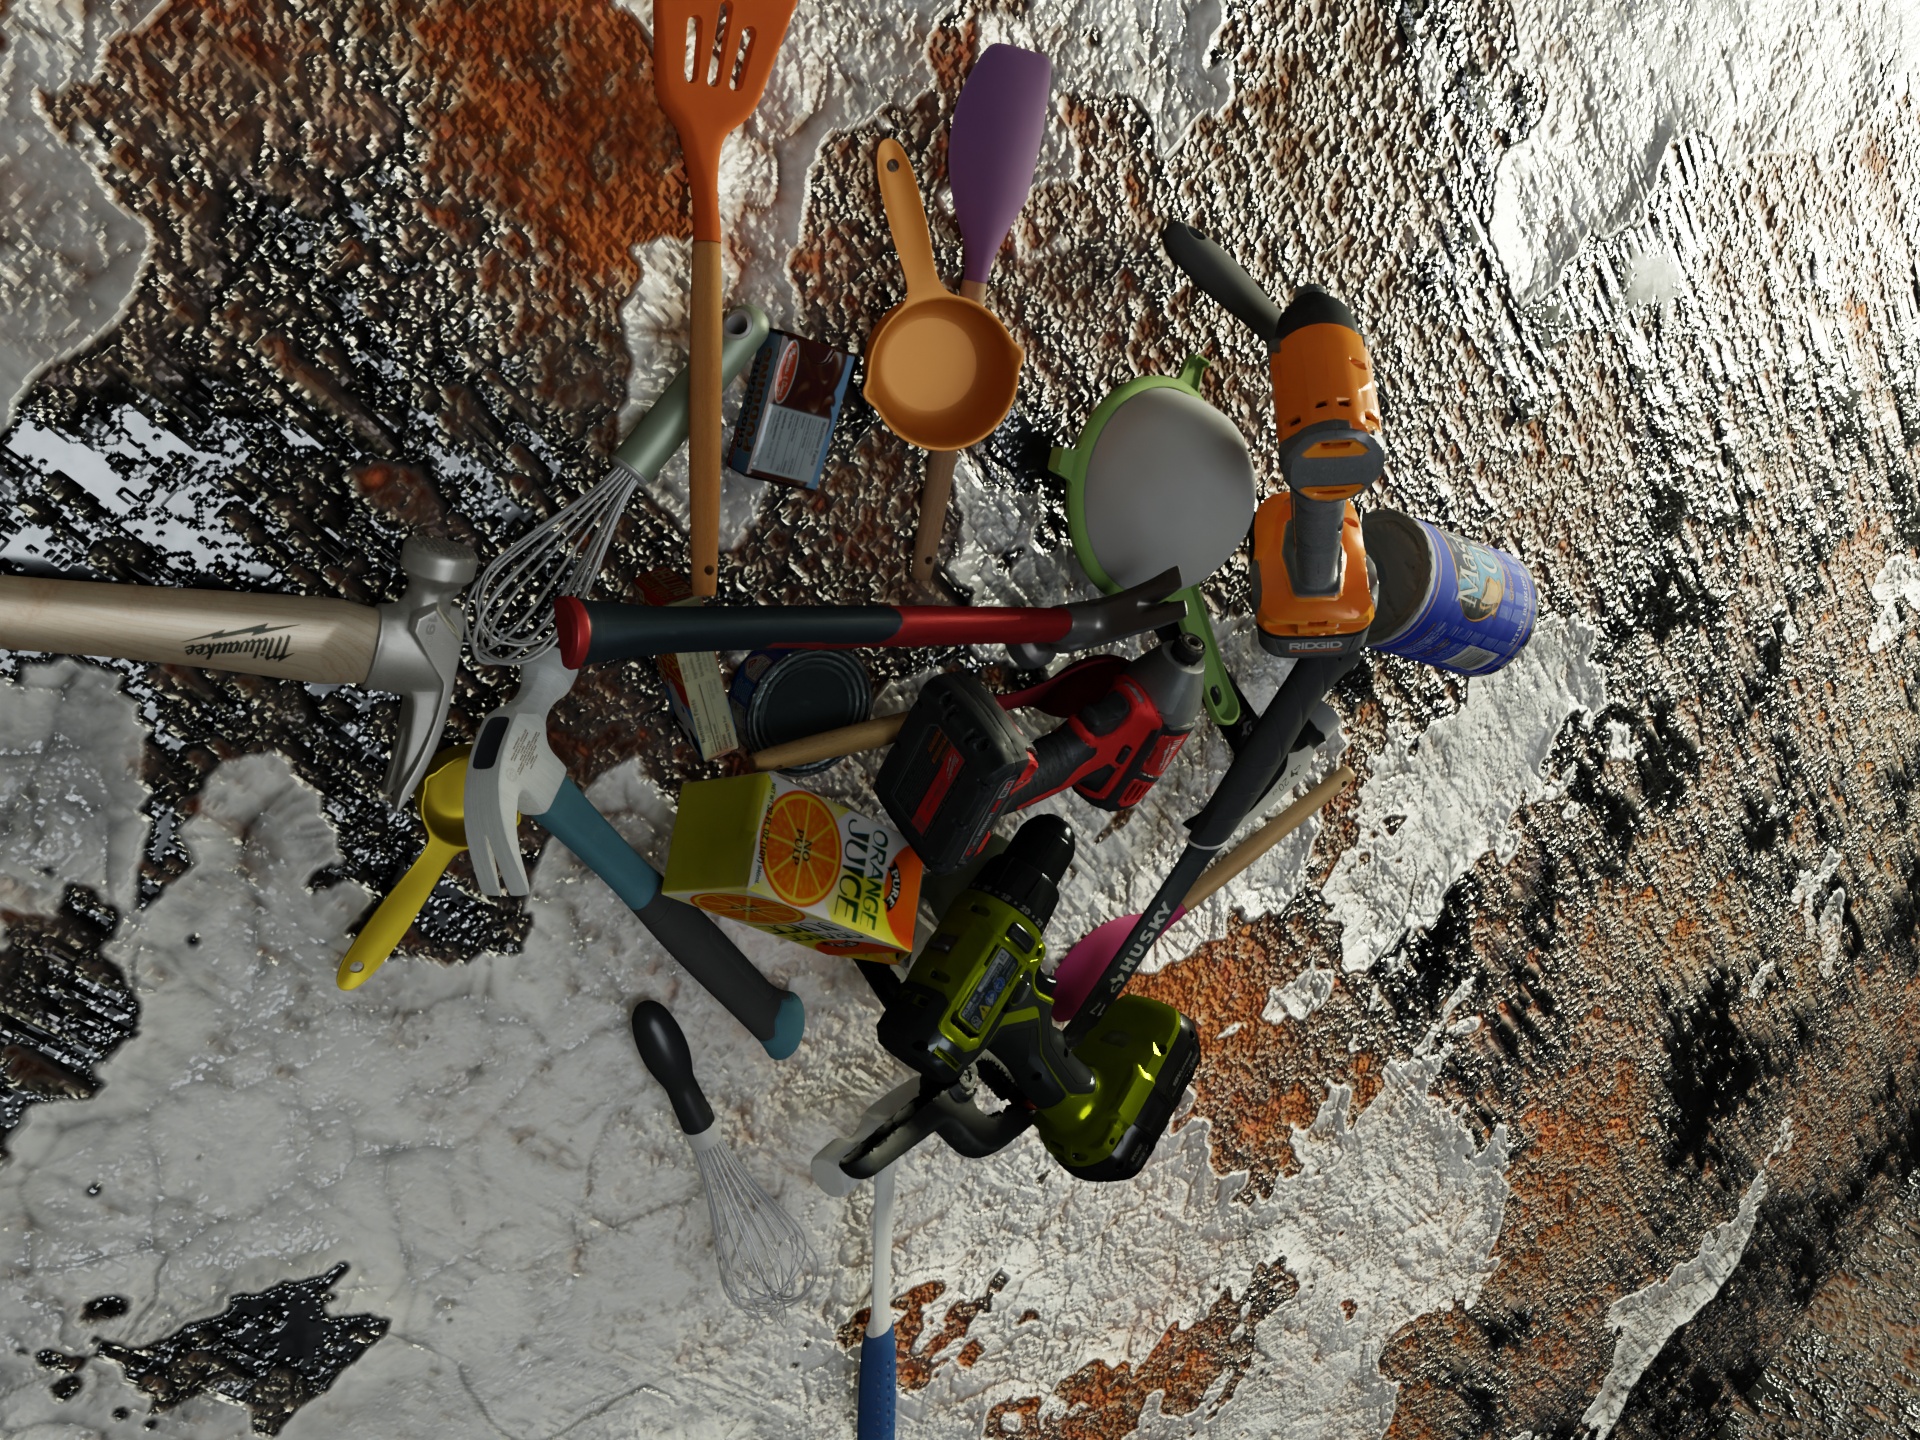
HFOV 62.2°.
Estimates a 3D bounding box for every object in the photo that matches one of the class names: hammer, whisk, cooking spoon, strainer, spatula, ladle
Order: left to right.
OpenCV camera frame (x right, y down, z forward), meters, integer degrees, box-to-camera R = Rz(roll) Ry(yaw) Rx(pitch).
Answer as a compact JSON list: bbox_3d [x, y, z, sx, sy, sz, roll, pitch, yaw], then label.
[{"bbox_3d":[-0.438,-0.041,0.730,0.410,0.038,0.146,7,108,-36],"label":"hammer"},{"bbox_3d":[-0.184,-0.129,0.864,0.246,0.058,0.059,-53,164,-7],"label":"whisk"},{"bbox_3d":[-0.181,0.108,0.953,0.330,0.033,0.128,56,41,-43],"label":"hammer"},{"bbox_3d":[-0.130,-0.226,0.833,0.081,0.041,0.322,-3,99,-34],"label":"spatula"},{"bbox_3d":[-0.162,0.298,1.065,0.070,0.070,0.284,-29,119,-21],"label":"whisk"},{"bbox_3d":[-0.043,-0.056,0.898,0.386,0.143,0.038,-4,82,-42],"label":"hammer"},{"bbox_3d":[-0.056,0.443,1.193,0.144,0.035,0.405,-32,133,-48],"label":"hammer"},{"bbox_3d":[-0.002,-0.003,1.022,0.315,0.031,0.069,-13,152,-38],"label":"ladle"},{"bbox_3d":[0.002,-0.238,0.956,0.059,0.018,0.315,1,109,-28],"label":"spatula"},{"bbox_3d":[0.162,-0.047,1.141,0.146,0.035,0.334,-47,129,-9],"label":"hammer"},{"bbox_3d":[0.167,0.102,1.171,0.149,0.036,0.409,25,102,-30],"label":"hammer"},{"bbox_3d":[0.160,-0.102,1.048,0.151,0.069,0.256,-38,120,-28],"label":"strainer"},{"bbox_3d":[0.192,0.131,1.252,0.319,0.017,0.068,-36,127,-15],"label":"cooking spoon"},{"bbox_3d":[0.217,-0.265,1.077,0.238,0.055,0.055,30,92,-35],"label":"whisk"}]

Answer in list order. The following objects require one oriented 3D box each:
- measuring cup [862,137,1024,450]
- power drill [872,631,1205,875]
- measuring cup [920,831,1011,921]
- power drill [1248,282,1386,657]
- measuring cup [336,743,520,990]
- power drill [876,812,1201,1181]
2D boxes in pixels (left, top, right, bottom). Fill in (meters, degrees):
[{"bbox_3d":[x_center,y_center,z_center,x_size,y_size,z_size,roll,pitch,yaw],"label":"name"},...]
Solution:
[{"bbox_3d":[-0.023,-0.243,0.913,0.095,0.052,0.173,-16,109,-5],"label":"measuring cup"},{"bbox_3d":[0.064,0.012,1.015,0.219,0.079,0.143,-14,145,-40],"label":"power drill"},{"bbox_3d":[-0.016,0.121,1.090,0.167,0.038,0.083,0,110,-37],"label":"measuring cup"},{"bbox_3d":[0.233,-0.165,1.049,0.084,0.164,0.226,-2,145,7],"label":"power drill"},{"bbox_3d":[-0.303,0.080,0.885,0.062,0.029,0.156,34,92,-40],"label":"measuring cup"},{"bbox_3d":[0.066,0.194,1.093,0.228,0.080,0.191,46,66,-31],"label":"power drill"}]
